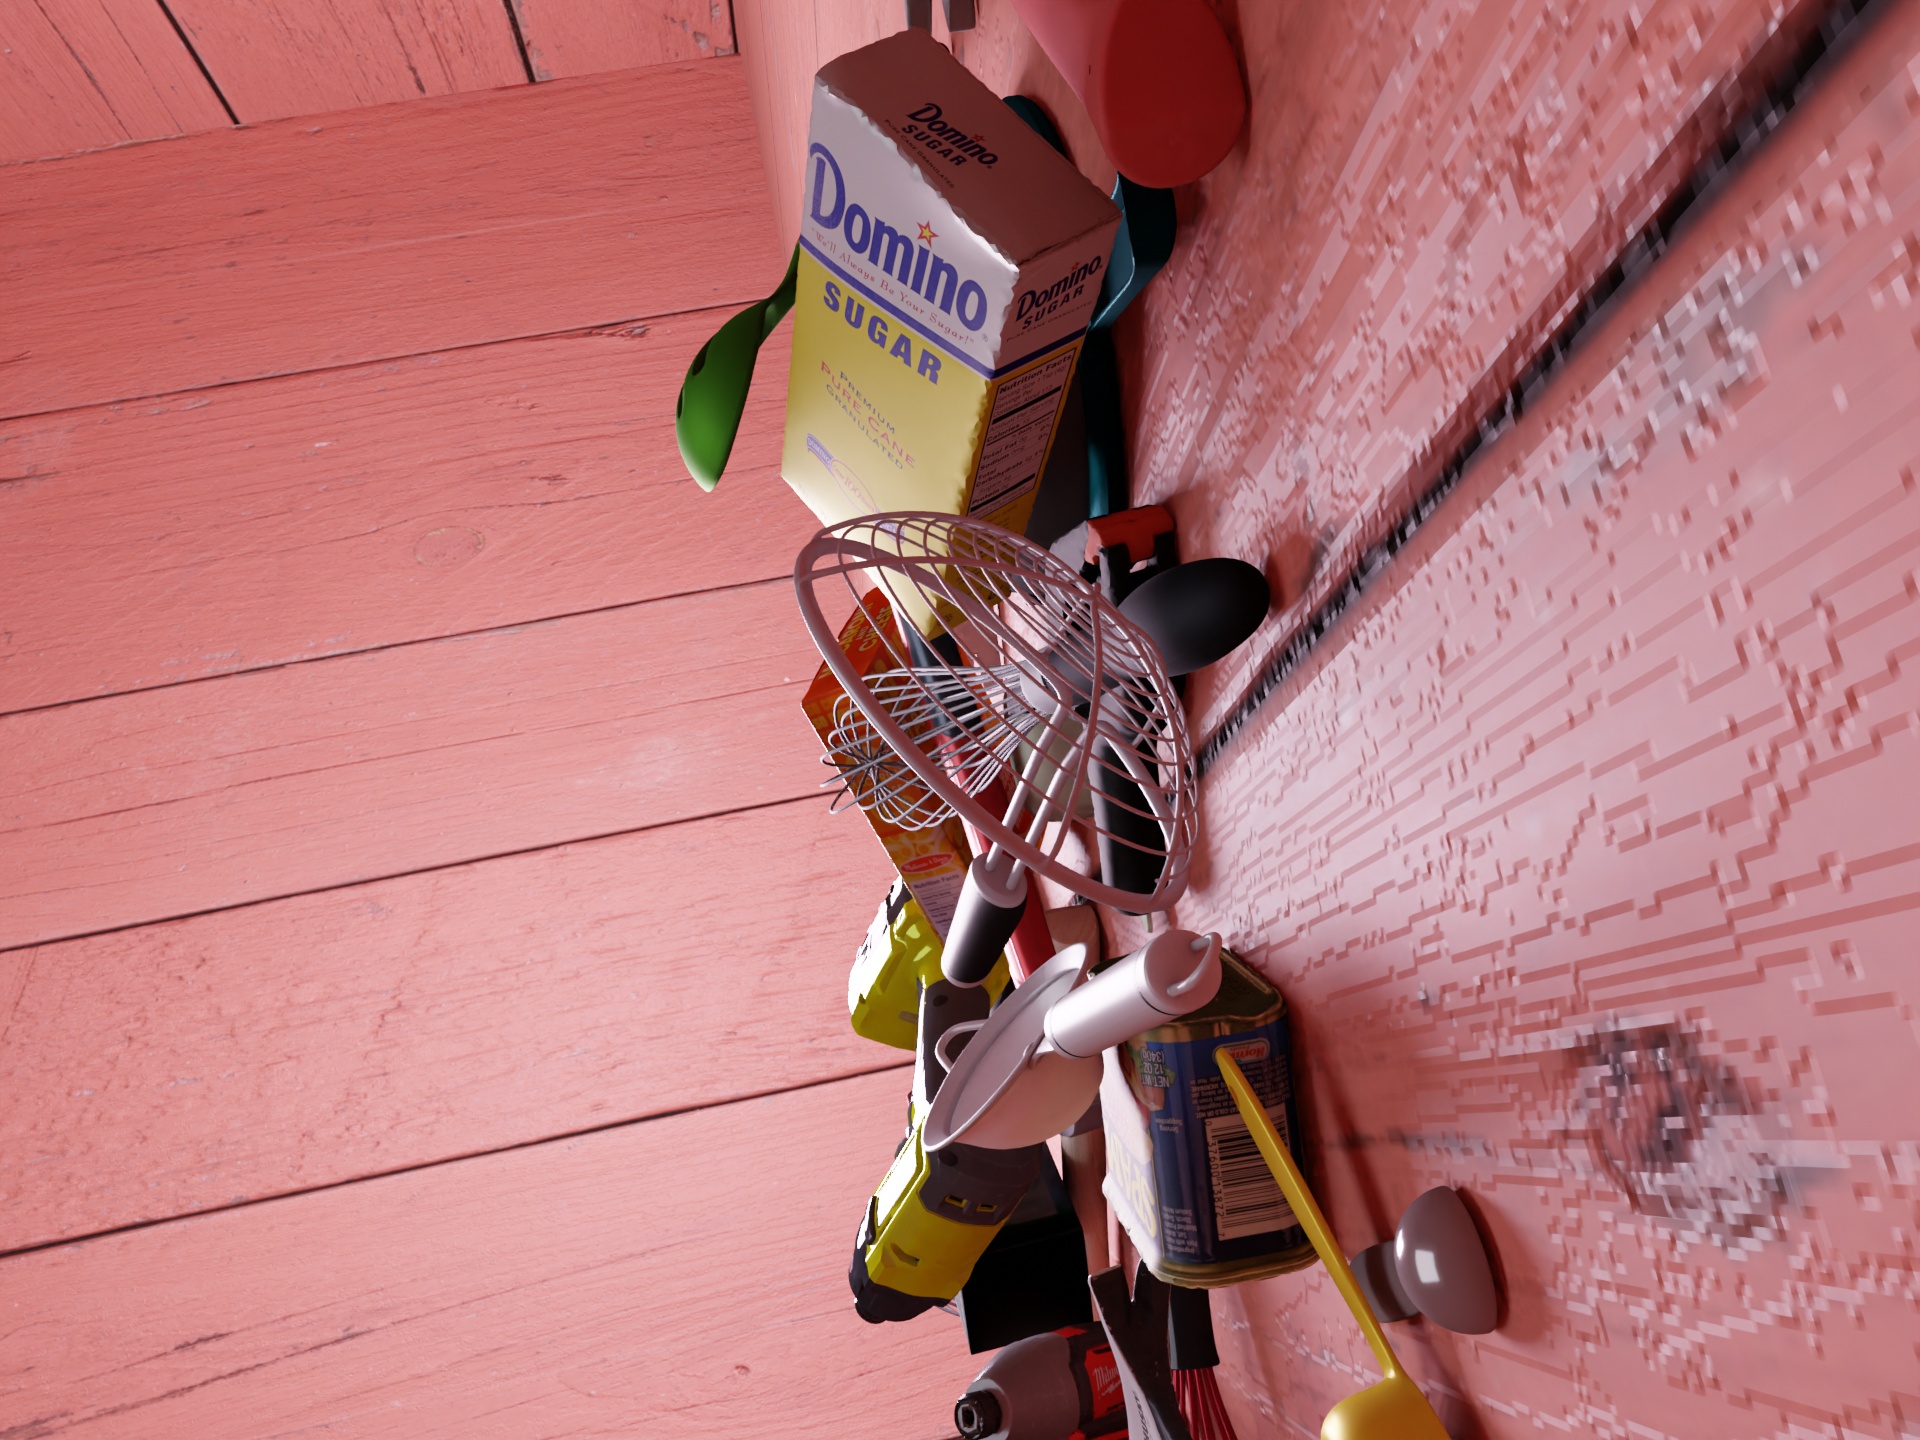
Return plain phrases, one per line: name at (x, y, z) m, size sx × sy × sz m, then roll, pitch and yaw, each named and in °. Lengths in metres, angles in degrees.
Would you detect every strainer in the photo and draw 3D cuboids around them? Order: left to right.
strainer at (0.002, -0.138, 0.594) m, size 0.340 × 0.095 × 0.211 m, roll -157°, pitch 57°, yaw -85°
strainer at (0.034, 0.093, 0.466) m, size 0.050 × 0.087 × 0.258 m, roll 37°, pitch 160°, yaw 3°

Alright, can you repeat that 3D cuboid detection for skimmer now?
skimmer at (-0.002, 0.049, 0.516) m, size 0.127 × 0.090 × 0.363 m, roll 48°, pitch 160°, yaw 14°

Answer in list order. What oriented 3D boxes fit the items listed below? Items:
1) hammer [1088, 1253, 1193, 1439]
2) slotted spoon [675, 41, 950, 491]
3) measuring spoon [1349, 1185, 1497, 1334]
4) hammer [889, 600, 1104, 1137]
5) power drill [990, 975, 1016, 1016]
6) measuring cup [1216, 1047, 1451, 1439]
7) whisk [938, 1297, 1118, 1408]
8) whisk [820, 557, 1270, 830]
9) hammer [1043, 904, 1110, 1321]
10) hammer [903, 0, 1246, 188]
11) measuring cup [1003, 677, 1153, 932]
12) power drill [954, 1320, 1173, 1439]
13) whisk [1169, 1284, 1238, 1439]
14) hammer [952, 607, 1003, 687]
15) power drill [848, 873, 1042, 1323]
hammer at (0.116, 0.286, 0.384) m, size 0.409 × 0.036 × 0.149 m, roll -136°, pitch 30°, yaw -70°
slotted spoon at (-0.056, -0.213, 0.683) m, size 0.070 × 0.031 × 0.314 m, roll -52°, pitch 12°, yaw 51°
measuring spoon at (0.113, 0.148, 0.420) m, size 0.124 × 0.018 × 0.034 m, roll 91°, pitch 167°, yaw -66°
hammer at (-0.001, -0.002, 0.730) m, size 0.143 × 0.038 × 0.386 m, roll 113°, pitch 140°, yaw -77°
power drill at (0.025, 0.200, 1.100) m, size 0.188 × 0.080 × 0.226 m, roll -108°, pitch 12°, yaw -49°
measuring cup at (0.097, 0.164, 0.436) m, size 0.062 × 0.029 × 0.157 m, roll 77°, pitch 169°, yaw -59°
whisk at (0.045, 0.358, 0.935) m, size 0.239 × 0.055 × 0.055 m, roll 16°, pitch 120°, yaw 53°
whisk at (0.020, -0.009, 0.554) m, size 0.284 × 0.070 × 0.070 m, roll -25°, pitch 74°, yaw 62°
hammer at (0.075, 0.275, 0.929) m, size 0.146 × 0.038 × 0.410 m, roll -111°, pitch 12°, yaw -53°
hammer at (0.018, -0.250, 0.524) m, size 0.359 × 0.036 × 0.149 m, roll -107°, pitch 8°, yaw -48°
measuring cup at (0.050, 0.038, 0.715) m, size 0.168 × 0.038 × 0.083 m, roll -105°, pitch 7°, yaw -52°
power drill at (0.068, 0.408, 0.766) m, size 0.143 × 0.078 × 0.220 m, roll 12°, pitch -123°, yaw -47°
whisk at (0.097, 0.286, 0.655) m, size 0.073 × 0.073 × 0.296 m, roll 100°, pitch 165°, yaw -74°
hammer at (-0.018, -0.119, 1.122) m, size 0.335 × 0.035 × 0.146 m, roll -121°, pitch 22°, yaw -74°
power drill at (-0.017, 0.201, 0.866) m, size 0.223 × 0.080 × 0.171 m, roll -90°, pitch 22°, yaw -51°
